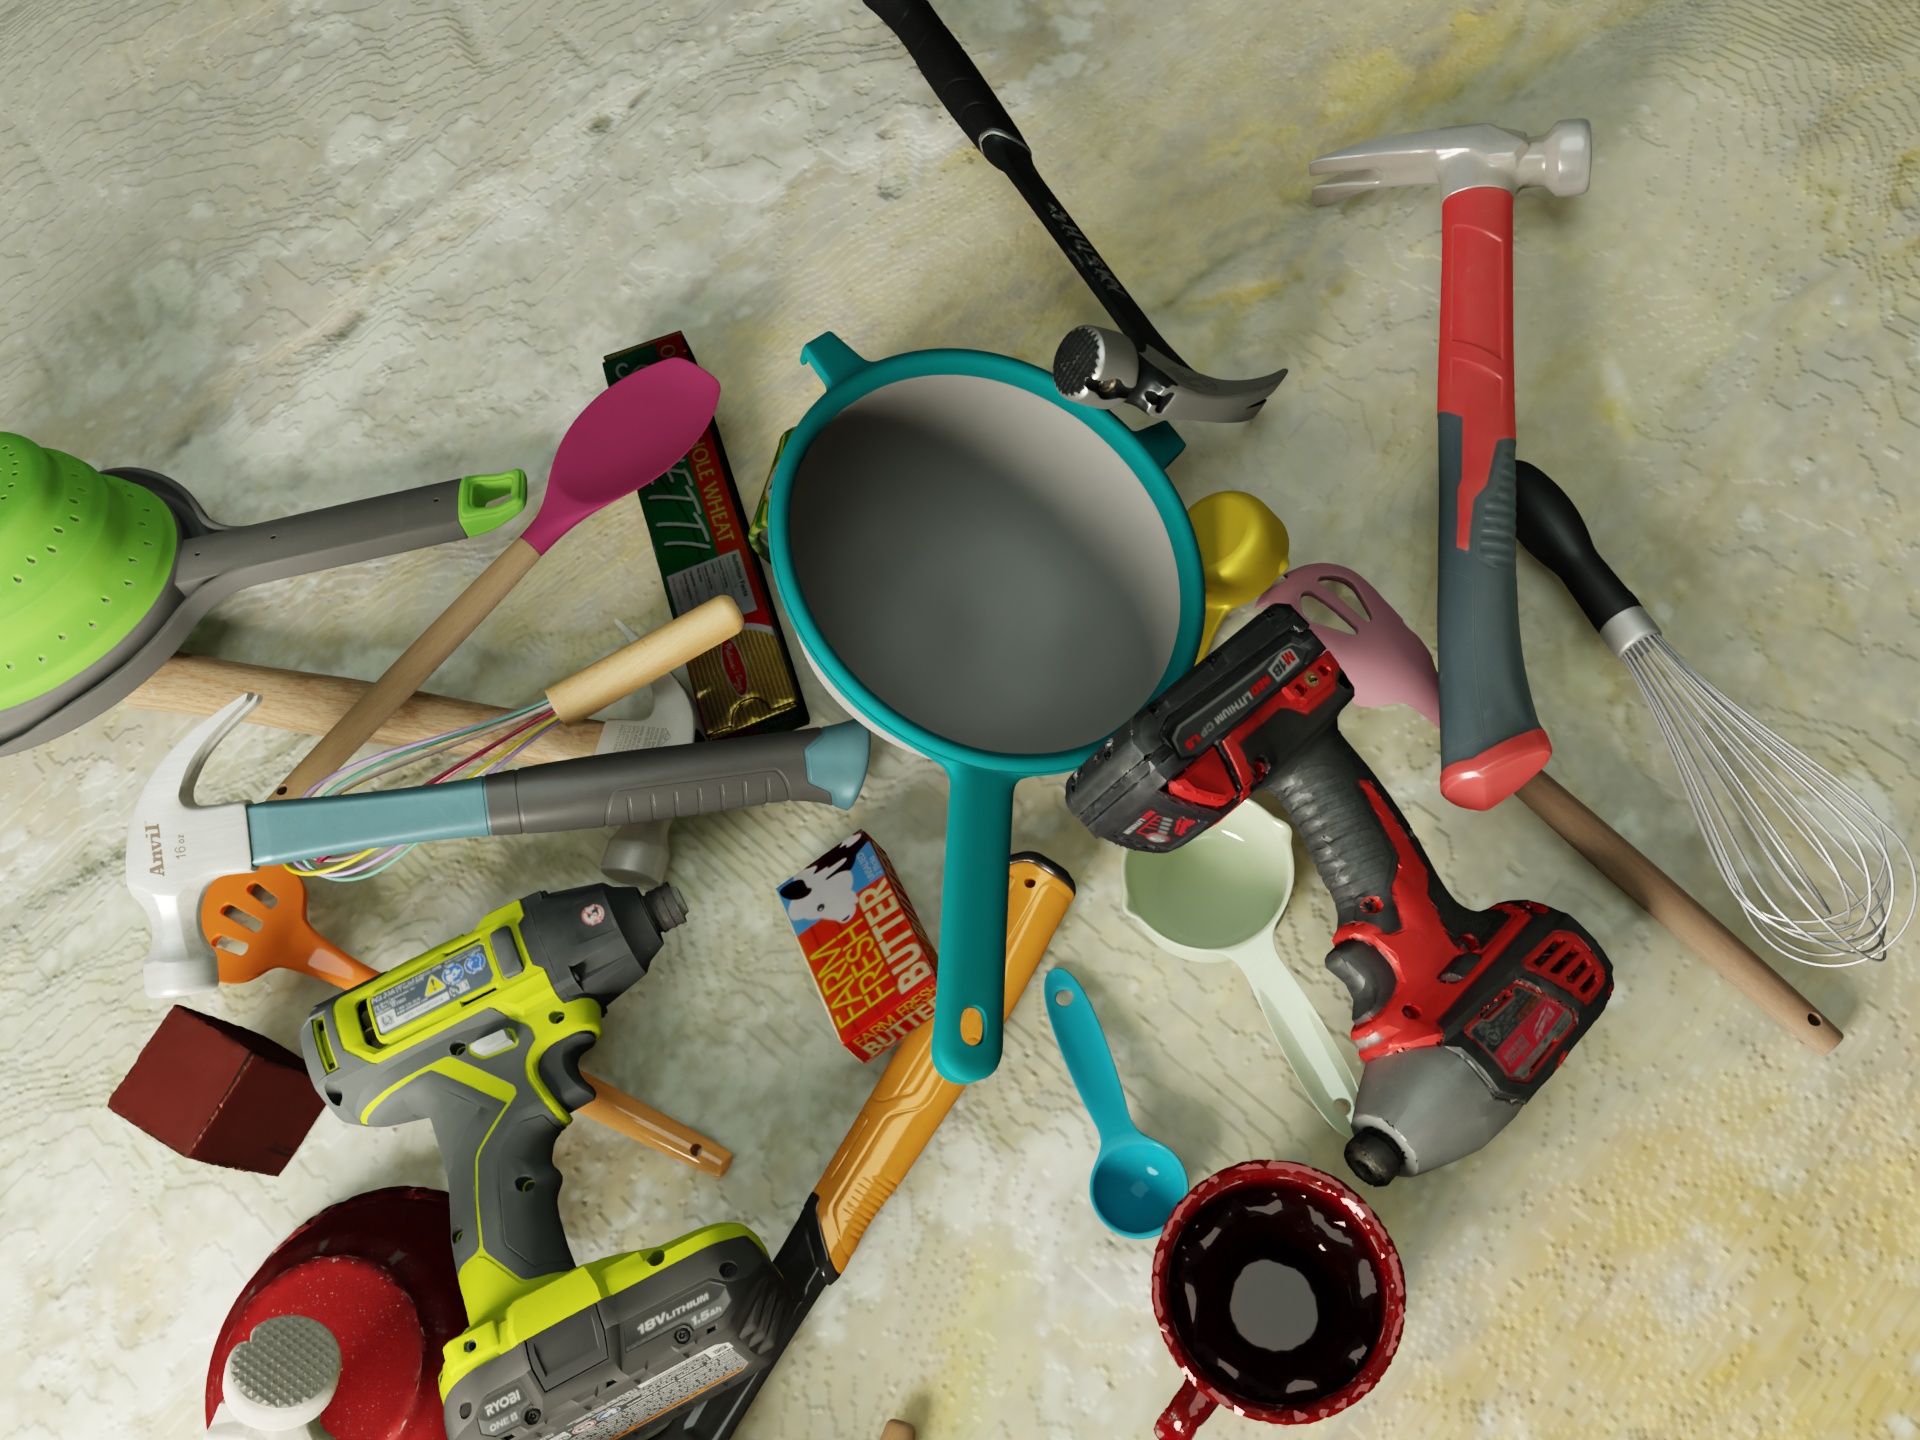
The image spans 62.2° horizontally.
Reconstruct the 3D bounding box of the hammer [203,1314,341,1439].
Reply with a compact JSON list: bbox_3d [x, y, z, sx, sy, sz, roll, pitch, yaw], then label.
[{"bbox_3d":[-0.103,0.373,0.566,0.411,0.146,0.038,30,33,10],"label":"hammer"}]

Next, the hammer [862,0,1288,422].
[{"bbox_3d":[0.038,-0.301,0.871,0.149,0.036,0.409,3,47,-38],"label":"hammer"}]

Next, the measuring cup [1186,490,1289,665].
[{"bbox_3d":[0.107,-0.043,0.767,0.062,0.029,0.156,16,73,43],"label":"measuring cup"}]

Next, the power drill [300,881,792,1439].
[{"bbox_3d":[-0.166,0.179,0.668,0.171,0.080,0.223,-26,58,-8],"label":"power drill"}]

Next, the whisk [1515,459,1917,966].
[{"bbox_3d":[0.320,-0.014,0.714,0.070,0.070,0.285,-24,59,-1],"label":"whisk"}]

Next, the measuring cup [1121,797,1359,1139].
[{"bbox_3d":[0.131,0.109,0.701,0.083,0.038,0.168,-26,67,-3],"label":"measuring cup"}]

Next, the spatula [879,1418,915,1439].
[{"bbox_3d":[-0.070,0.427,0.591,0.082,0.044,0.318,12,68,13],"label":"spatula"}]

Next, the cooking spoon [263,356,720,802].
[{"bbox_3d":[-0.239,-0.071,0.819,0.069,0.017,0.319,34,75,23],"label":"cooking spoon"}]

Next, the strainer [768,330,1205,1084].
[{"bbox_3d":[-0.001,-0.002,0.727,0.211,0.095,0.341,11,67,-18],"label":"strainer"}]

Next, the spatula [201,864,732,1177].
[{"bbox_3d":[-0.248,0.143,0.760,0.323,0.041,0.081,23,71,14],"label":"spatula"}]

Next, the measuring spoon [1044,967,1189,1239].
[{"bbox_3d":[0.064,0.167,0.700,0.042,0.021,0.129,-22,56,1],"label":"measuring spoon"}]

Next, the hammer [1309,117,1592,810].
[{"bbox_3d":[0.232,-0.138,0.764,0.143,0.038,0.387,0,61,19],"label":"hammer"}]

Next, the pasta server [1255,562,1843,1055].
[{"bbox_3d":[0.258,0.032,0.719,0.060,0.040,0.316,-42,70,-9],"label":"pasta server"}]

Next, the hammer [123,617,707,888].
[{"bbox_3d":[-0.288,-0.004,0.825,0.331,0.031,0.130,9,69,14],"label":"hammer"}]

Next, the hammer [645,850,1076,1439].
[{"bbox_3d":[-0.039,0.206,0.688,0.127,0.034,0.337,27,73,20],"label":"hammer"}]

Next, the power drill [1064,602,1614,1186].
[{"bbox_3d":[0.153,0.074,0.652,0.143,0.078,0.220,-37,83,-27],"label":"power drill"}]

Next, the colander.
[{"bbox_3d":[-0.434,-0.103,0.840,0.397,0.094,0.205,-13,51,1],"label":"colander"}]

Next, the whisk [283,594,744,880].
[{"bbox_3d":[-0.213,0.008,0.766,0.245,0.047,0.051,-30,105,-8],"label":"whisk"}]

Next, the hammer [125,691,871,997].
[{"bbox_3d":[-0.203,0.039,0.731,0.331,0.033,0.128,-7,89,-13],"label":"hammer"}]
